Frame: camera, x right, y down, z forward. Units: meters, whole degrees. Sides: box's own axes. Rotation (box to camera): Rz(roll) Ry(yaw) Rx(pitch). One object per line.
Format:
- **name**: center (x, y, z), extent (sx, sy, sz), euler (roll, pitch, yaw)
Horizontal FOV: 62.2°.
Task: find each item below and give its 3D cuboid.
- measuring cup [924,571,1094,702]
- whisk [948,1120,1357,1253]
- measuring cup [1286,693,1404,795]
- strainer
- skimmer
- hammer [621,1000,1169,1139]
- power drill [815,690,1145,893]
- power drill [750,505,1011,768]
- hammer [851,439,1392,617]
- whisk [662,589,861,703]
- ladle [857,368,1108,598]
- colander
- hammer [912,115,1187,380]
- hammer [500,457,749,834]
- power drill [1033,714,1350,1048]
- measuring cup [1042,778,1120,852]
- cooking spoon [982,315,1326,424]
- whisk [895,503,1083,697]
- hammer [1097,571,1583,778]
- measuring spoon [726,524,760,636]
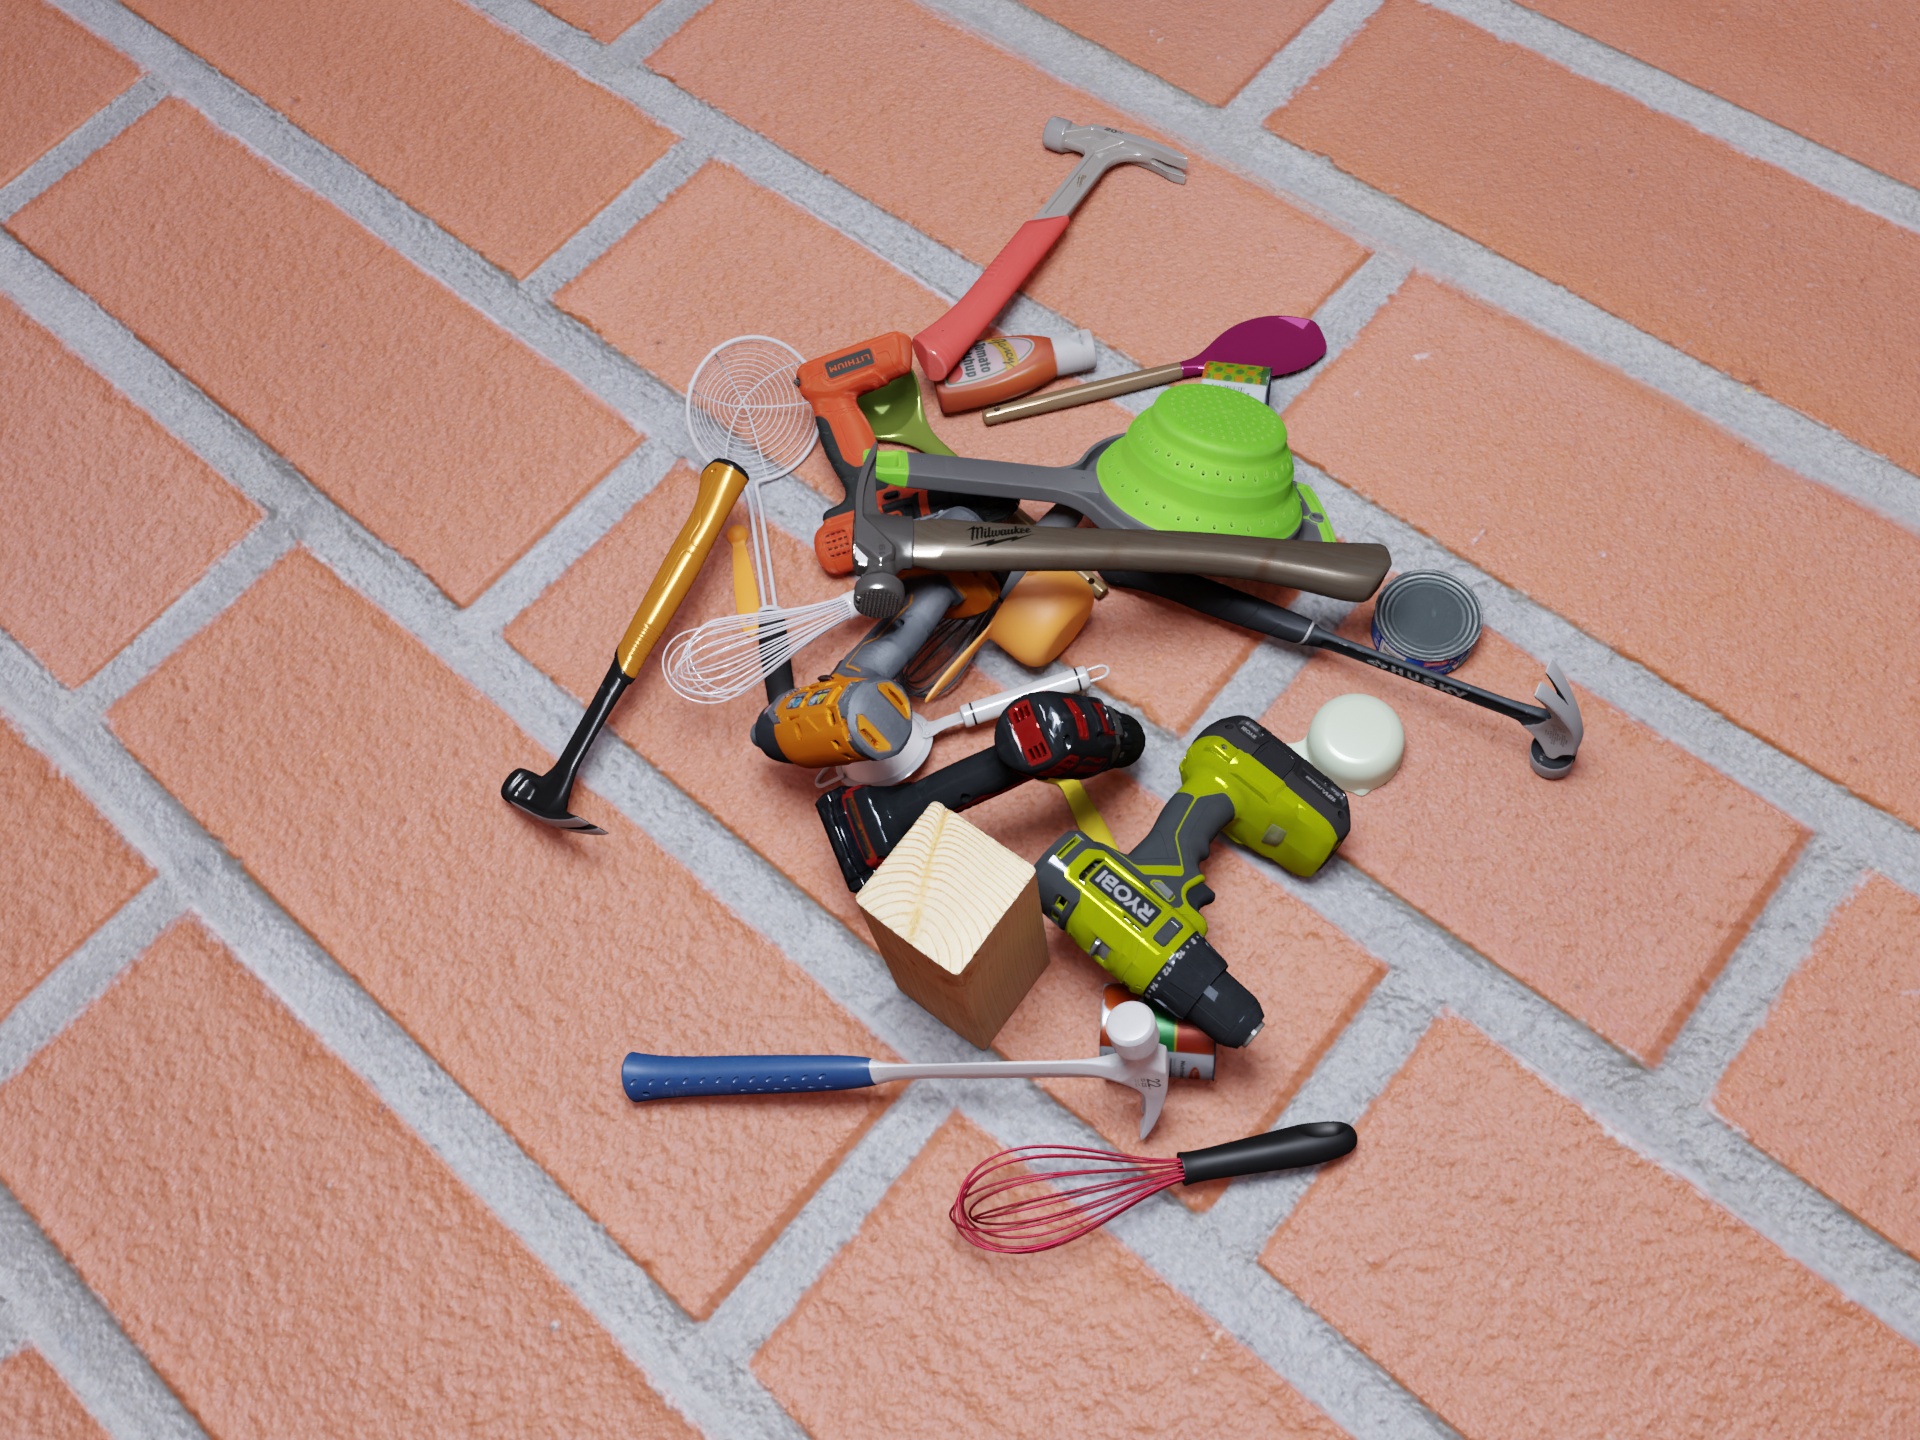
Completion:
- **measuring cup**: center (0.043, -0.059, 1.291), extent (0.052, 0.095, 0.174), euler (38, 65, 12)
- **whisk**: center (0.137, 0.319, 1.122), extent (0.296, 0.073, 0.073), euler (-10, 64, -5)
- **measuring cup**: center (0.269, 0.018, 1.263), extent (0.167, 0.038, 0.083), euler (-4, 64, 3)
- **strainer**: center (-0.002, -0.004, 1.294), extent (0.258, 0.050, 0.087), euler (-18, 43, -1)
- **skimmer**: center (-0.163, -0.160, 1.369), extent (0.127, 0.090, 0.364), euler (2, 63, -26)
- **hammer**: center (-0.050, 0.258, 1.150), extent (0.405, 0.143, 0.035), euler (-4, 49, 15)
- **power drill**: center (0.026, 0.048, 1.204), extent (0.226, 0.187, 0.080), euler (-29, 75, 24)
- **power drill**: center (-0.071, -0.056, 1.241), extent (0.164, 0.084, 0.227), euler (-9, 42, 48)
- **hammer**: center (0.123, -0.137, 1.208), extent (0.410, 0.038, 0.146), euler (2, 57, -7)
- **whisk**: center (-0.116, -0.084, 1.318), extent (0.284, 0.070, 0.070), euler (-25, 63, -27)
- **ladle**: center (0.010, -0.214, 1.397), extent (0.078, 0.062, 0.320), euler (-46, 70, -1)
- **colander**: center (0.122, -0.218, 1.290), extent (0.397, 0.094, 0.205), euler (5, 39, -10)
- **hammer**: center (0.071, -0.438, 1.481), extent (0.149, 0.036, 0.359), euler (24, 60, 17)
- **hammer**: center (-0.260, -0.066, 1.306), extent (0.127, 0.034, 0.337), euler (16, 75, 45)
- **power drill**: center (0.184, 0.116, 1.163), extent (0.191, 0.080, 0.228), euler (40, 55, 16)
- **measuring cup**: center (0.093, 0.058, 1.267), extent (0.062, 0.029, 0.157), euler (-23, 61, -5)
- **cooking spoon**: center (0.175, -0.312, 1.445), extent (0.319, 0.017, 0.069), euler (-14, 63, -1)
- **whisk**: center (0.029, -0.108, 1.334), extent (0.055, 0.055, 0.239), euler (39, 81, 21)
- **hammer**: center (0.290, -0.064, 1.263), extent (0.409, 0.149, 0.036), euler (23, 76, 24)
- **measuring spoon**: center (-0.191, -0.125, 1.398), extent (0.021, 0.011, 0.117), euler (-12, 63, 0)
